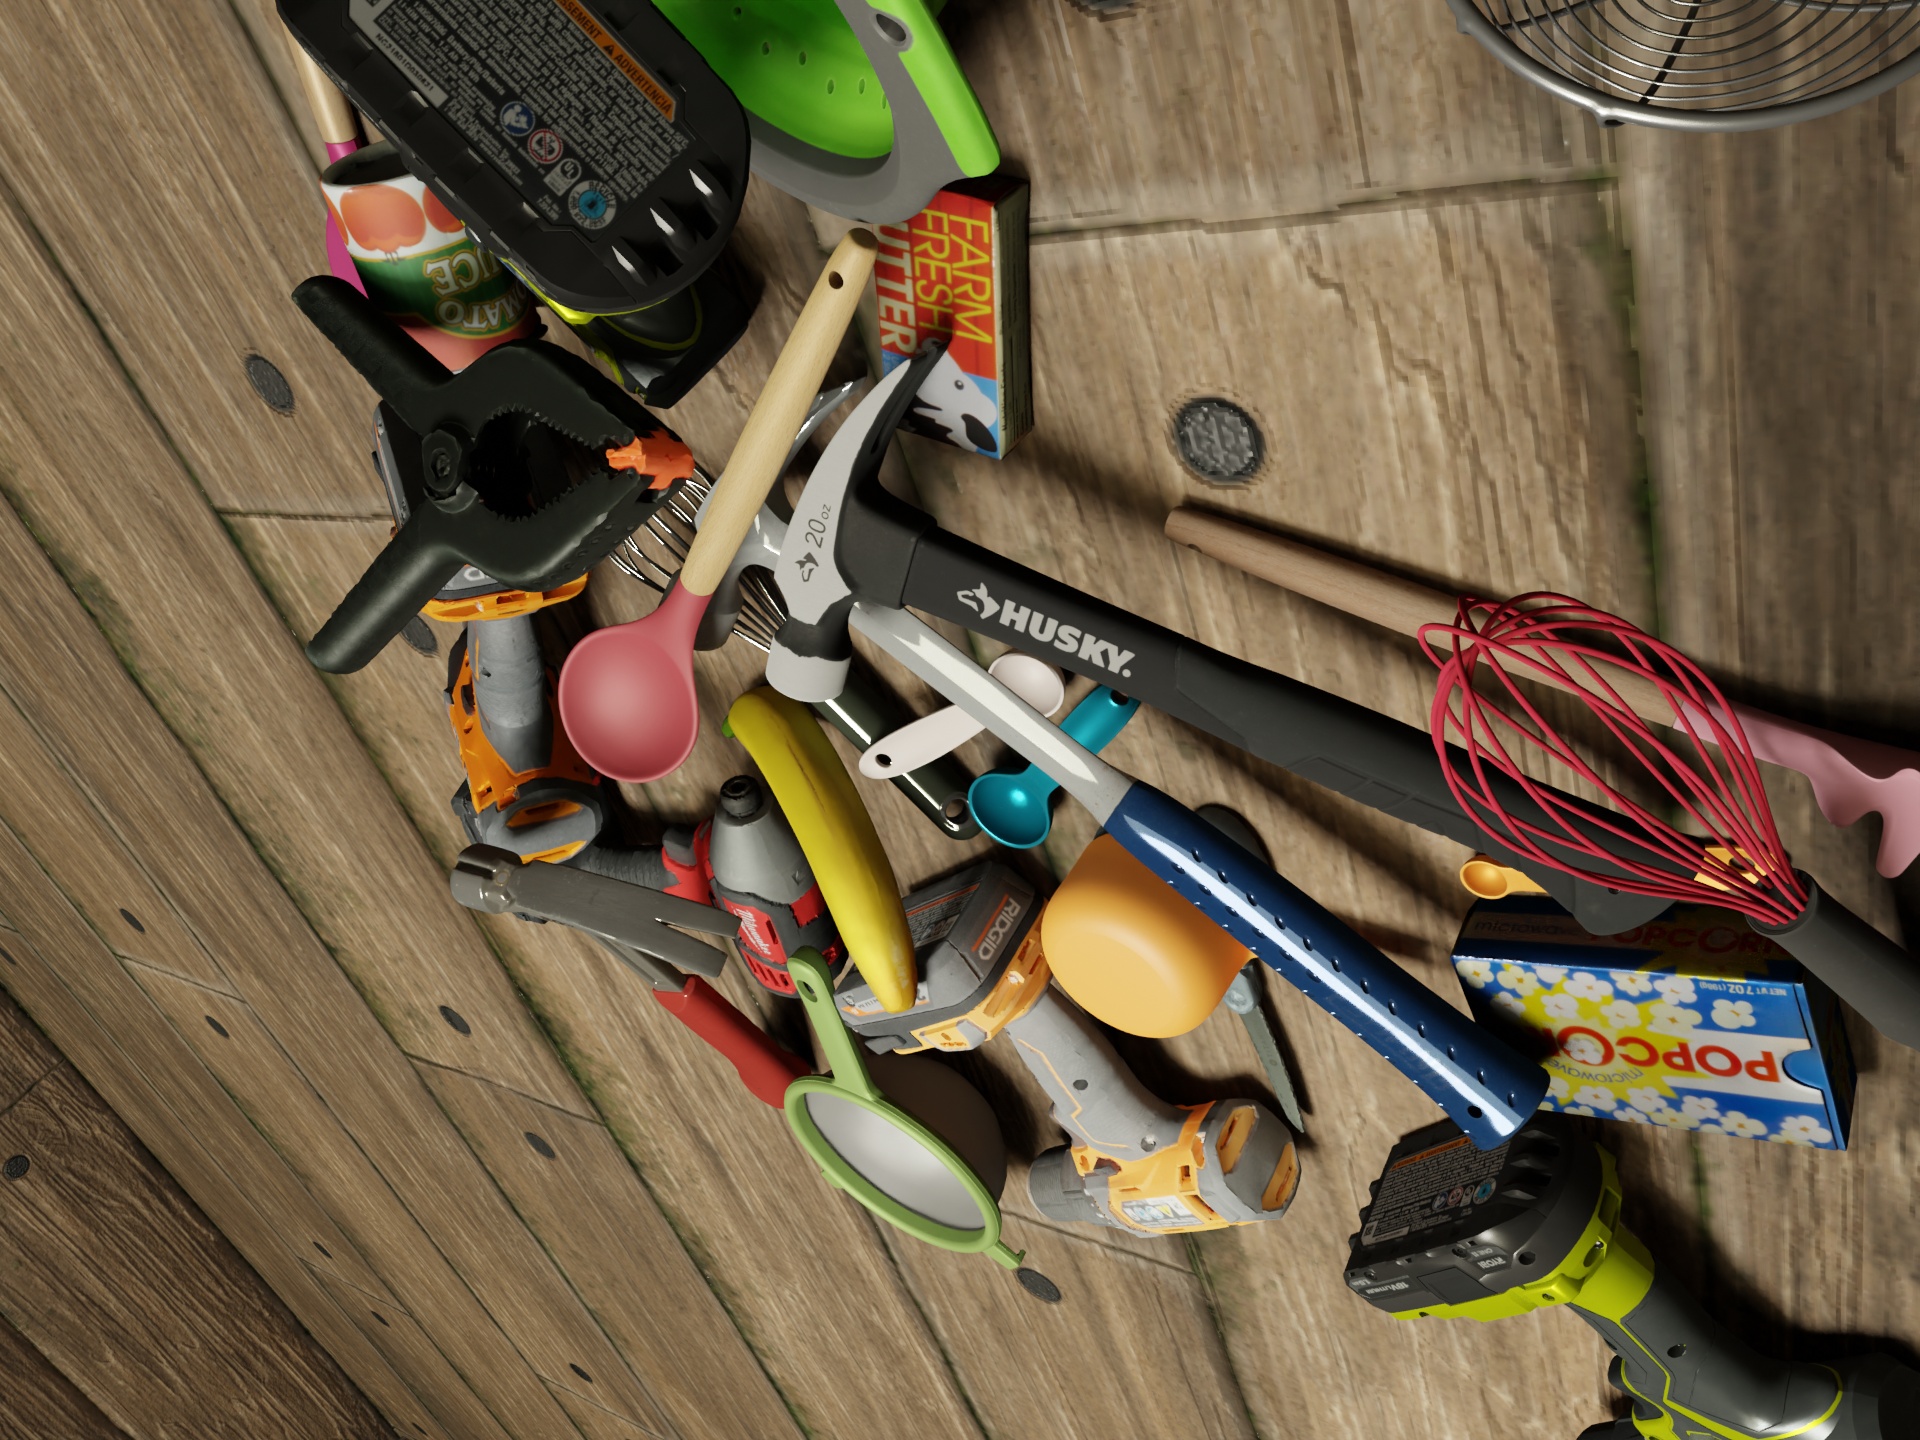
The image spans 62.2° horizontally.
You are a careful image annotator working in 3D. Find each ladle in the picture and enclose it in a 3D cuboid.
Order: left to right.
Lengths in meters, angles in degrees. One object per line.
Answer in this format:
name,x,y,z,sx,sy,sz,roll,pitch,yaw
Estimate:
ladle,-0.095,-0.069,0.609,0.069,0.031,0.315,40,139,1

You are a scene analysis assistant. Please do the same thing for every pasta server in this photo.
pasta server,0.208,-0.008,0.526,0.316,0.040,0.060,24,166,22

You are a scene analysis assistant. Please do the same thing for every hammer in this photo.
hammer,-0.139,0.161,0.887,0.149,0.037,0.358,13,157,19
hammer,0.058,0.023,0.634,0.405,0.035,0.144,38,124,8
hammer,0.091,-0.015,0.559,0.335,0.035,0.146,24,121,12

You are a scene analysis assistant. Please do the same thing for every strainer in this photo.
strainer,-0.039,0.203,0.916,0.151,0.069,0.256,14,137,34

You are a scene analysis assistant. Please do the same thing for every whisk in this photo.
whisk,-0.077,-0.031,0.744,0.246,0.058,0.059,45,177,-11
whisk,0.239,0.047,0.482,0.295,0.073,0.073,32,148,-26

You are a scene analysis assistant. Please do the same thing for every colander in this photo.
colander,-0.113,-0.281,0.489,0.397,0.094,0.204,34,173,37

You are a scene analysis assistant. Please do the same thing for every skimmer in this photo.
skimmer,0.114,-0.292,0.279,0.127,0.090,0.363,-18,117,12

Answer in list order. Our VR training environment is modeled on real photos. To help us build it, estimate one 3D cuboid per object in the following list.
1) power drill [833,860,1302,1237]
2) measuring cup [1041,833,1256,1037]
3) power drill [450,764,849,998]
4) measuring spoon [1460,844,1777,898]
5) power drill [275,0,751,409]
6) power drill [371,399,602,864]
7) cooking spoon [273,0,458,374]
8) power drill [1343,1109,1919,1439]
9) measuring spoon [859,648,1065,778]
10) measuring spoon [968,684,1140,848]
power drill,0.042,0.187,0.832,0.226,0.084,0.185,44,144,-12
measuring cup,0.113,0.110,0.681,0.174,0.052,0.095,19,138,31
power drill,-0.171,0.072,0.899,0.220,0.079,0.143,12,136,27
measuring spoon,0.241,0.053,0.585,0.117,0.011,0.021,-9,122,40
power drill,-0.145,-0.191,0.537,0.171,0.080,0.223,45,176,-11
power drill,-0.233,-0.054,0.793,0.226,0.084,0.164,99,150,-47
cooking spoon,-0.273,-0.275,0.682,0.069,0.017,0.318,20,139,24
power drill,0.291,0.283,0.717,0.228,0.080,0.190,39,142,-3
measuring spoon,-0.001,-0.002,0.708,0.124,0.018,0.034,-28,111,38
measuring spoon,0.047,0.013,0.706,0.042,0.021,0.128,41,134,0
